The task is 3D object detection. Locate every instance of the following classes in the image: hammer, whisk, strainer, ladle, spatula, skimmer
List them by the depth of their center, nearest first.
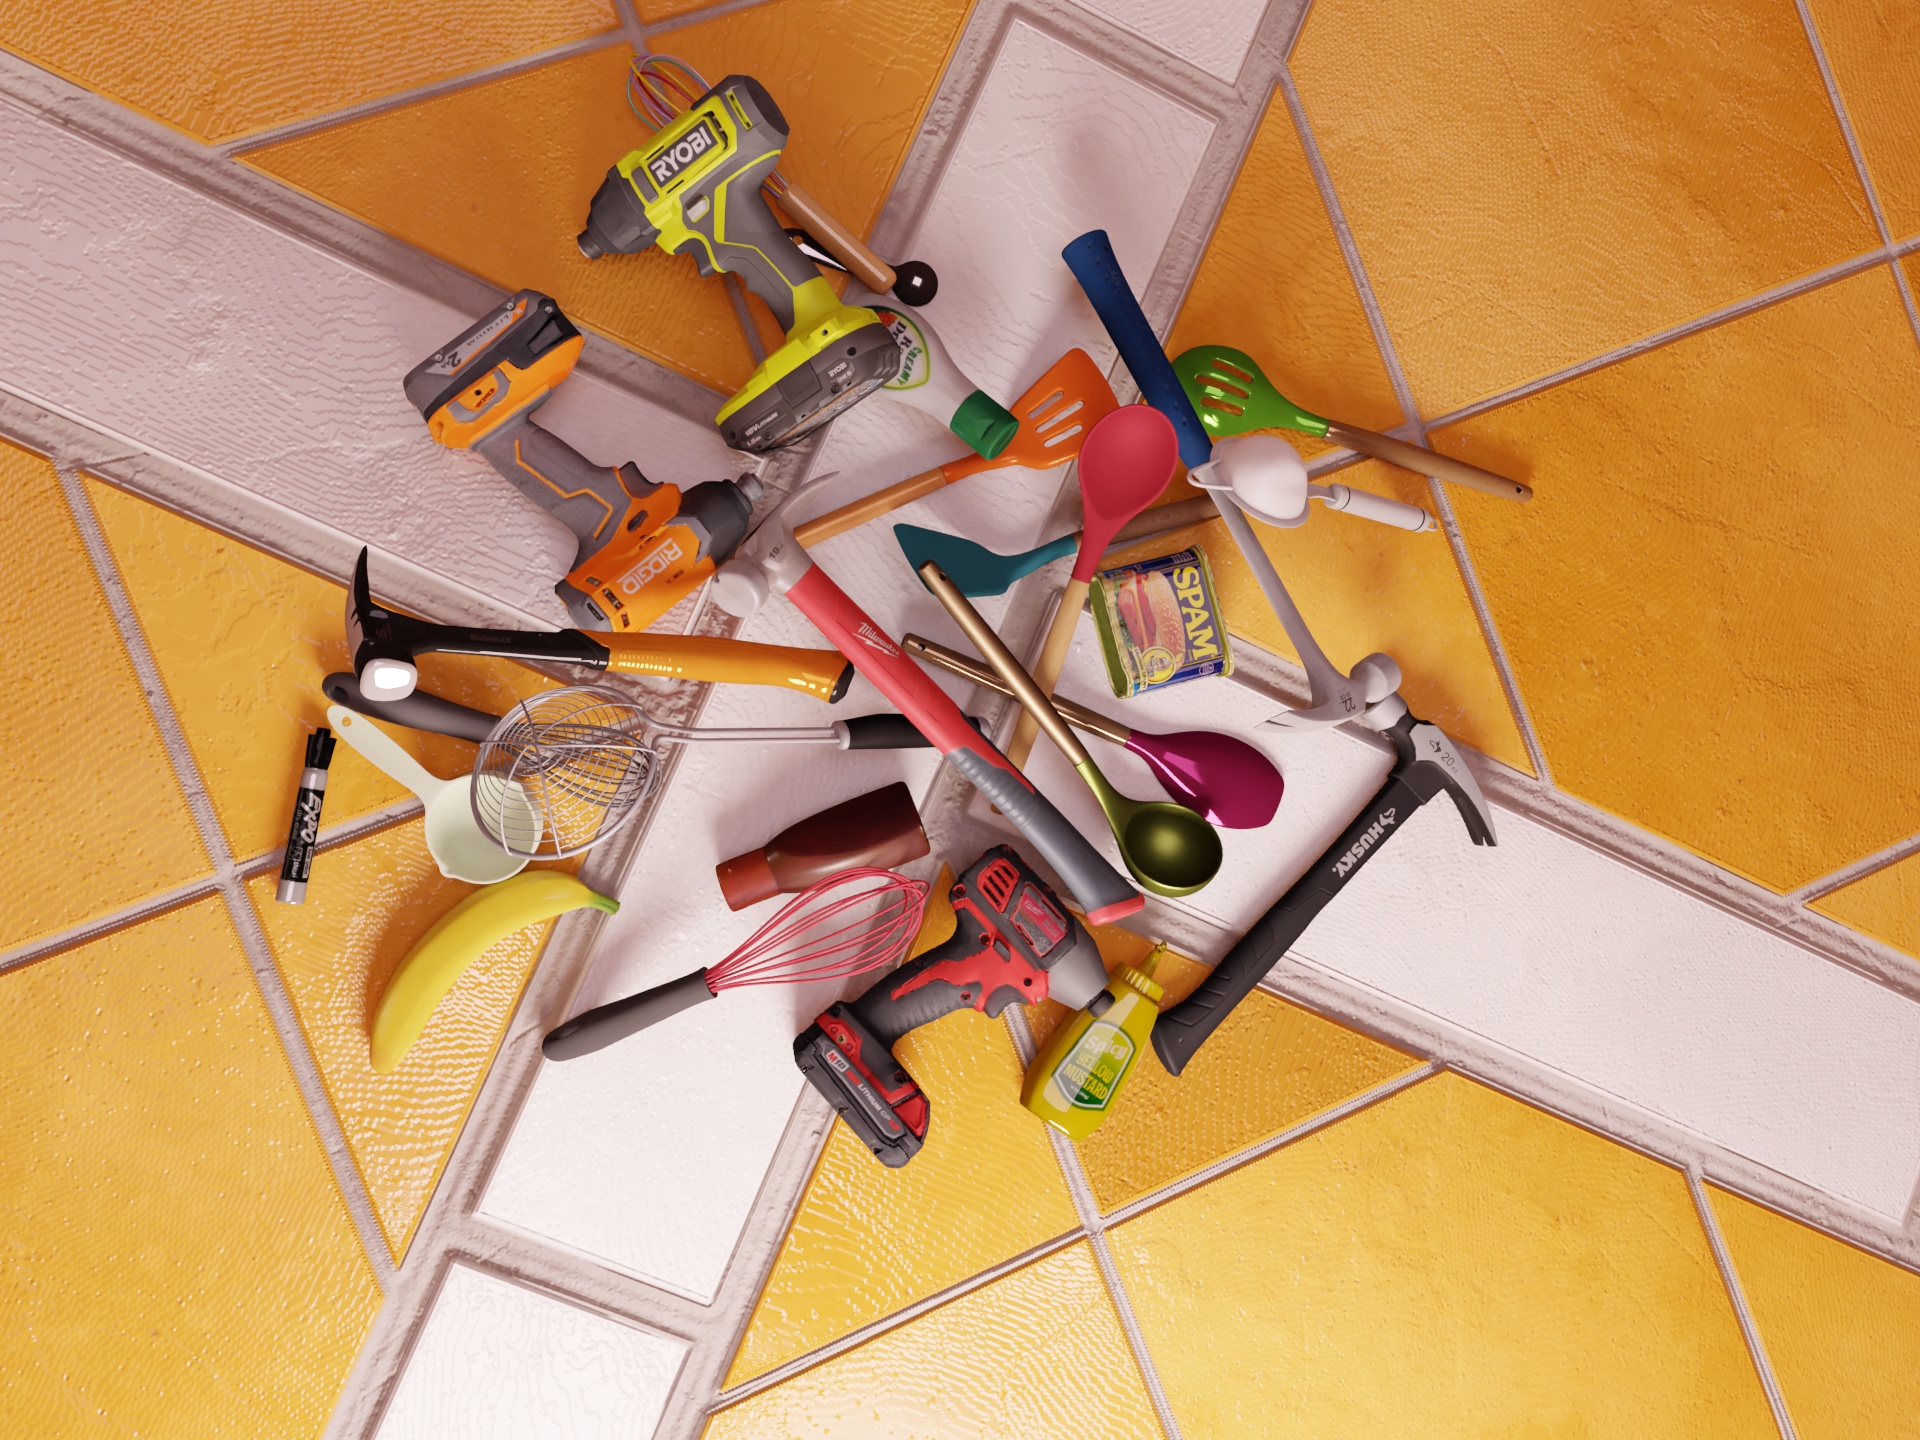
[{"bbox_3d":[-0.226,-0.049,1.046,0.336,0.127,0.034,5,125,-31],"label":"hammer"},{"bbox_3d":[-0.155,0.173,1.096,0.296,0.073,0.073,-23,92,5],"label":"whisk"},{"bbox_3d":[-0.148,0.029,1.100,0.363,0.090,0.127,-1,50,-33],"label":"skimmer"},{"bbox_3d":[-0.324,0.010,1.102,0.239,0.055,0.055,17,85,-5],"label":"whisk"},{"bbox_3d":[-0.002,-0.004,1.126,0.386,0.038,0.143,45,45,-14],"label":"hammer"},{"bbox_3d":[0.079,0.005,1.137,0.320,0.062,0.078,50,49,-20],"label":"ladle"},{"bbox_3d":[-0.145,-0.393,1.146,0.245,0.047,0.051,41,89,-6],"label":"whisk"},{"bbox_3d":[0.079,-0.077,1.151,0.069,0.031,0.315,18,102,-7],"label":"ladle"},{"bbox_3d":[-0.035,-0.174,1.165,0.322,0.041,0.081,-25,78,-10],"label":"spatula"},{"bbox_3d":[0.183,-0.175,1.168,0.144,0.035,0.405,-27,87,-40],"label":"hammer"},{"bbox_3d":[0.276,-0.171,1.185,0.258,0.050,0.087,7,52,-37],"label":"strainer"},{"bbox_3d":[0.109,-0.146,1.189,0.317,0.044,0.082,-17,51,-14],"label":"spatula"},{"bbox_3d":[0.267,0.141,1.214,0.146,0.035,0.335,45,81,-5],"label":"hammer"}]

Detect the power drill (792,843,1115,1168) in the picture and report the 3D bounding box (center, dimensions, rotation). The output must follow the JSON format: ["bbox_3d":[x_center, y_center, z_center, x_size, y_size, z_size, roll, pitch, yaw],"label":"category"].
[{"bbox_3d":[-0.001,0.207,1.130,0.219,0.078,0.143,-41,83,-13],"label":"power drill"}]

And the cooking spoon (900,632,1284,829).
[{"bbox_3d":[0.102,0.003,1.195,0.318,0.017,0.069,23,83,-10],"label":"cooking spoon"}]

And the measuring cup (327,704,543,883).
[{"bbox_3d":[-0.360,0.043,1.091,0.167,0.038,0.083,39,95,-5],"label":"measuring cup"}]

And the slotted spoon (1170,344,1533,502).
[{"bbox_3d":[0.308,-0.222,1.241,0.313,0.031,0.070,16,88,-11],"label":"slotted spoon"}]

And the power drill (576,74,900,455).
[{"bbox_3d":[-0.157,-0.306,1.113,0.171,0.080,0.223,-30,93,21],"label":"power drill"}]

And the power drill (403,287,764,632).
[{"bbox_3d":[-0.254,-0.182,1.105,0.164,0.084,0.226,-40,100,-10],"label":"power drill"}]

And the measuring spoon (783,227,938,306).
[{"bbox_3d":[-0.075,-0.340,1.175,0.124,0.018,0.034,17,85,-9],"label":"measuring spoon"}]
